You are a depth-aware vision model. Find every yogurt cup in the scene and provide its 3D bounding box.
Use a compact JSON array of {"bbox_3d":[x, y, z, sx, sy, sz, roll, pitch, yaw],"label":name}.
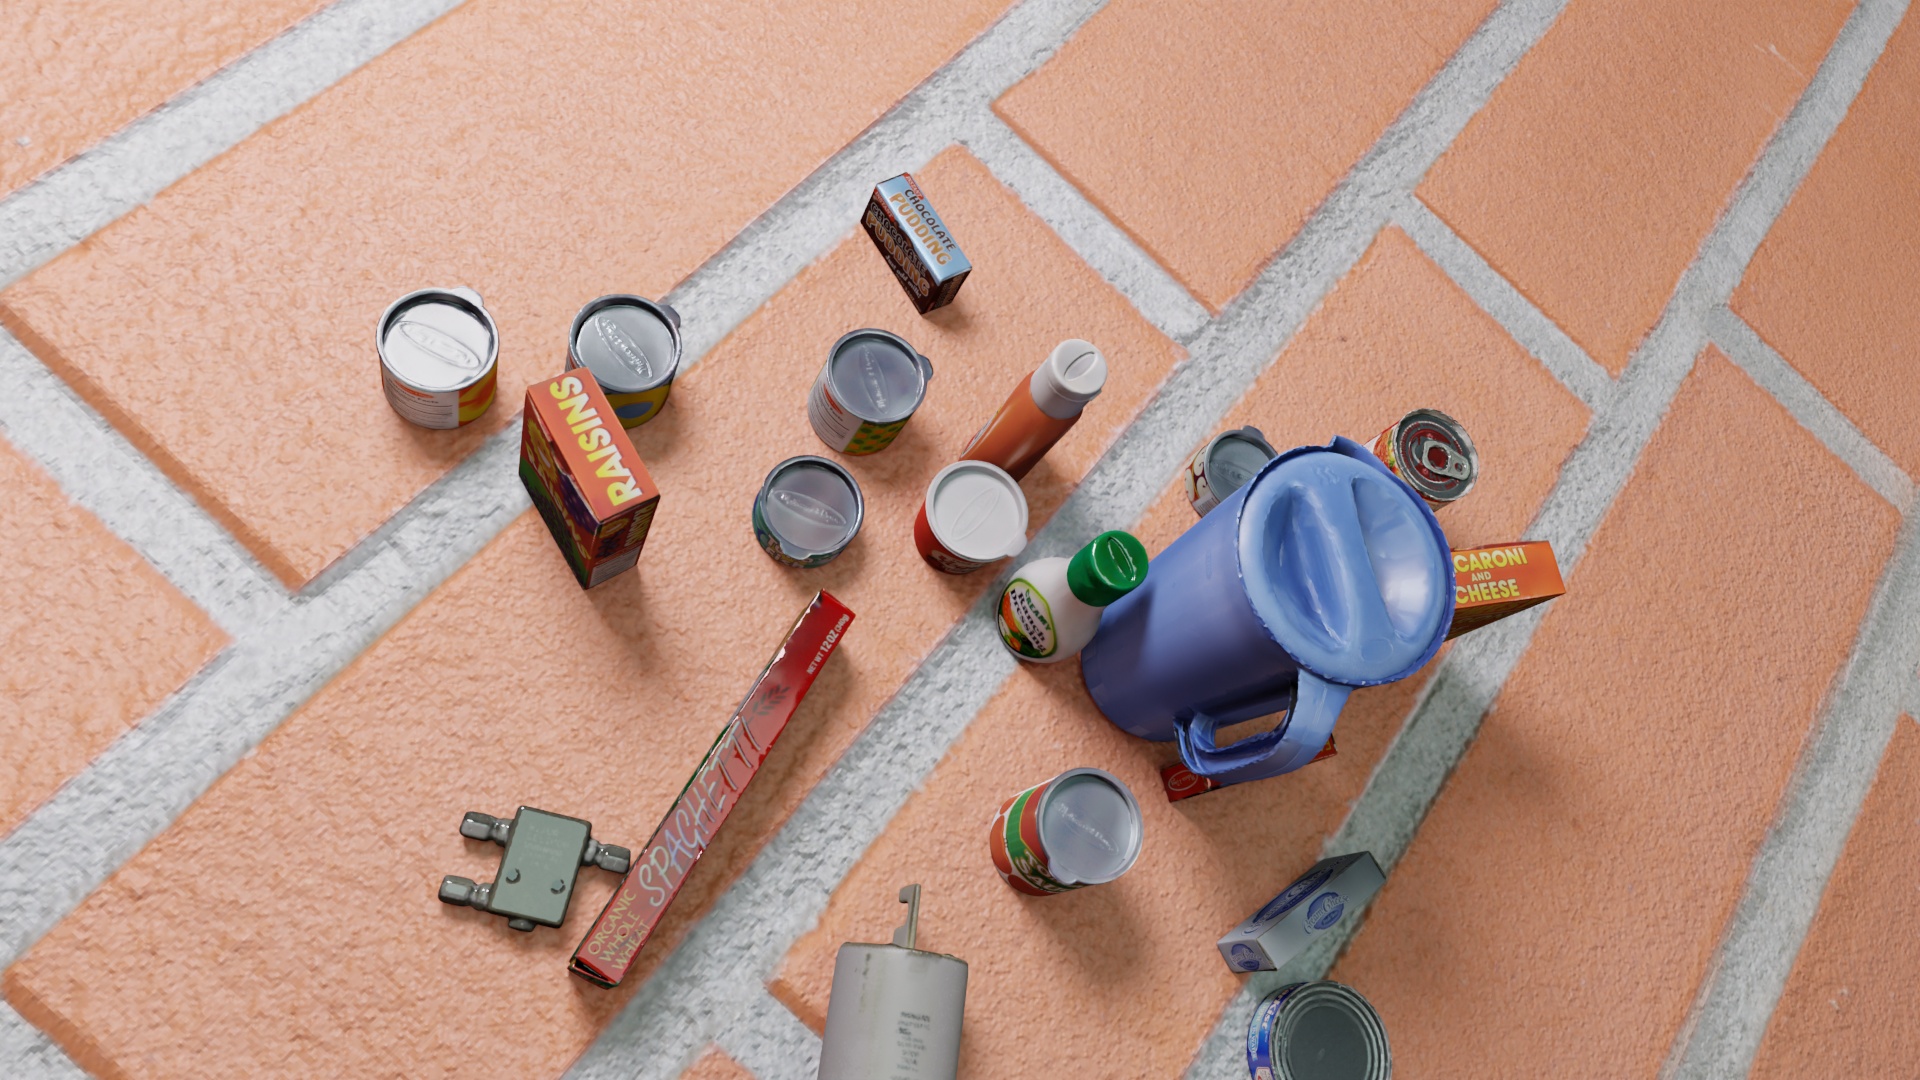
[{"bbox_3d":[0.003,-0.011,0.892,0.072,0.053,0.072,7,69,-18],"label":"yogurt cup"}]

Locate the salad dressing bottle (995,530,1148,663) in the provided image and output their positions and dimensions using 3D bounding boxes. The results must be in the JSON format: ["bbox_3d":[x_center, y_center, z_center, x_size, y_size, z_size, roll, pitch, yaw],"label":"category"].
[{"bbox_3d":[0.067,0.033,0.847,0.044,0.147,0.064,-22,80,-25],"label":"salad dressing bottle"}]

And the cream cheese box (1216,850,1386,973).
[{"bbox_3d":[0.215,0.235,0.878,0.104,0.053,0.024,-28,83,-26],"label":"cream cheese box"}]

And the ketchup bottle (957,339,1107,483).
[{"bbox_3d":[0.048,-0.079,0.880,0.043,0.148,0.065,47,63,1],"label":"ketchup bottle"}]

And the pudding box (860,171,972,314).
[{"bbox_3d":[-0.031,-0.204,0.954,0.030,0.049,0.084,-29,83,-26],"label":"pudding box"}]

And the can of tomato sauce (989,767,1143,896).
[{"bbox_3d":[0.061,0.177,0.827,0.071,0.082,0.071,7,69,-18],"label":"can of tomato sauce"}]

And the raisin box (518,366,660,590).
[{"bbox_3d":[-0.212,-0.033,0.784,0.040,0.123,0.086,-27,82,-26],"label":"raisin box"}]

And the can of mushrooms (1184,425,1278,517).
[{"bbox_3d":[0.195,-0.045,0.985,0.071,0.033,0.071,7,69,-18],"label":"can of mushrooms"}]

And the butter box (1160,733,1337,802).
[{"bbox_3d":[0.187,0.144,0.902,0.104,0.053,0.024,-10,75,-23],"label":"butter box"}]

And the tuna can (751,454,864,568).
[{"bbox_3d":[-0.097,-0.015,0.870,0.071,0.032,0.071,7,69,-18],"label":"tuna can"}]

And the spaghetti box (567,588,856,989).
[{"bbox_3d":[-0.138,0.138,0.789,0.028,0.050,0.251,34,63,-5],"label":"spaghetti box"}]

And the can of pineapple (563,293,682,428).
[{"bbox_3d":[-0.206,-0.109,0.851,0.071,0.057,0.071,7,69,-18],"label":"can of pineapple"}]

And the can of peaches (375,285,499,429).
[{"bbox_3d":[-0.304,-0.107,0.815,0.071,0.058,0.071,7,69,-18],"label":"can of peaches"}]

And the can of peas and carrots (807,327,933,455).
[{"bbox_3d":[-0.059,-0.096,0.898,0.071,0.058,0.071,7,69,-18],"label":"can of peas and carrots"}]

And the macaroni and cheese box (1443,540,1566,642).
[{"bbox_3d":[0.287,0.046,0.911,0.124,0.165,0.040,-6,73,-22],"label":"macaroni and cheese box"}]
